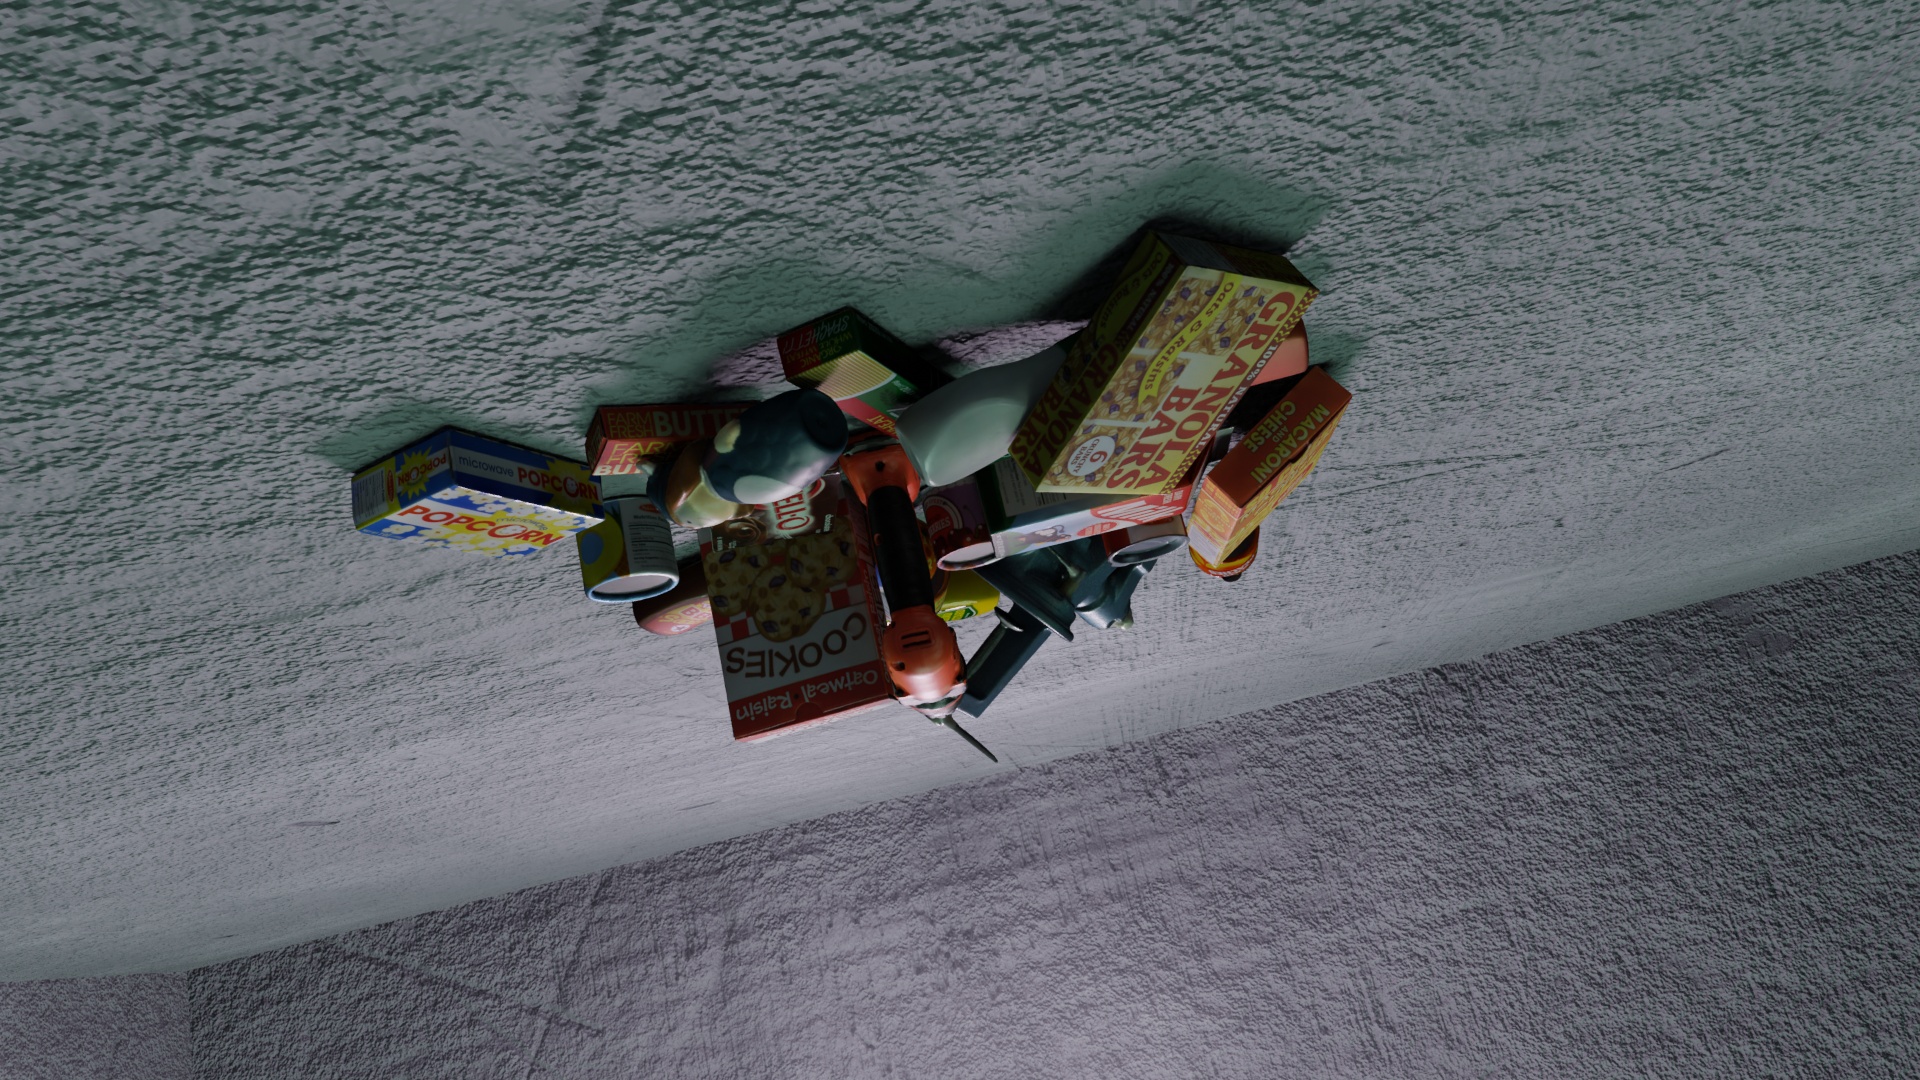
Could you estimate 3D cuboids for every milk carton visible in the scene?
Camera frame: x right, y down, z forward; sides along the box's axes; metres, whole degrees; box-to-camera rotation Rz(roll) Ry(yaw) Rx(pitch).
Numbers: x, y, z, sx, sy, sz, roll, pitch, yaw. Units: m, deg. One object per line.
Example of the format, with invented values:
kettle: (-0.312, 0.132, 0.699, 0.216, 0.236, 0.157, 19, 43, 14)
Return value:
milk carton: (0.108, -0.050, 1.032, 0.191, 0.073, 0.072, -14, 164, 1)

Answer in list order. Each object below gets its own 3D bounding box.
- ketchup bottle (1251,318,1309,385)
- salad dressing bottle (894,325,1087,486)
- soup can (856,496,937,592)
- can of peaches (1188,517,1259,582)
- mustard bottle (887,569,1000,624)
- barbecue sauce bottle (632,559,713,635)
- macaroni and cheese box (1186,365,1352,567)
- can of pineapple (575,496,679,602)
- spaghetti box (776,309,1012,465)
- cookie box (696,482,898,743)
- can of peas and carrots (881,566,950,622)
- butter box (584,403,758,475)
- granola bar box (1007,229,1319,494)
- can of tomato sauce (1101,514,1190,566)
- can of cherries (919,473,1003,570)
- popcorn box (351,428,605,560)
ketchup bottle: (0.149, -0.114, 0.905, 0.149, 0.043, 0.064, -15, 161, 7)
salad dressing bottle: (0.034, -0.087, 0.845, 0.148, 0.044, 0.064, -29, 146, -7)
soup can: (-0.065, 0.005, 1.100, 0.071, 0.071, 0.084, -22, 162, 28)
can of peaches: (0.249, -0.001, 1.310, 0.071, 0.071, 0.058, -15, 162, 5)
mustard bottle: (-0.045, 0.056, 1.308, 0.160, 0.049, 0.065, -10, 161, -13)
barbecue sauce bottle: (-0.196, 0.035, 1.129, 0.148, 0.044, 0.065, -24, 159, 31)
macaroni and cheese box: (0.237, -0.053, 1.084, 0.124, 0.040, 0.166, -44, 166, -9)
can of pineapple: (-0.237, 0.008, 0.980, 0.071, 0.058, 0.071, -12, 164, -4)
spaghetti box: (-0.029, -0.087, 0.880, 0.050, 0.029, 0.250, -19, 163, 20)
cookie box: (-0.121, 0.055, 1.032, 0.123, 0.168, 0.040, -17, 162, 12)
can of peas and carrots: (-0.042, 0.035, 1.214, 0.071, 0.071, 0.058, -10, 163, -10)
butter box: (-0.175, -0.063, 0.855, 0.104, 0.024, 0.053, -5, 161, -27)
granola bar box: (0.119, -0.100, 0.823, 0.124, 0.039, 0.164, 0, 135, -41)
can of tomato sauce: (0.139, -0.030, 1.106, 0.071, 0.083, 0.071, -12, 163, -4)
can of cherries: (0.004, -0.014, 1.097, 0.071, 0.058, 0.071, -13, 164, -4)
popcorn box: (-0.295, -0.026, 0.858, 0.085, 0.038, 0.126, -21, 162, 24)
